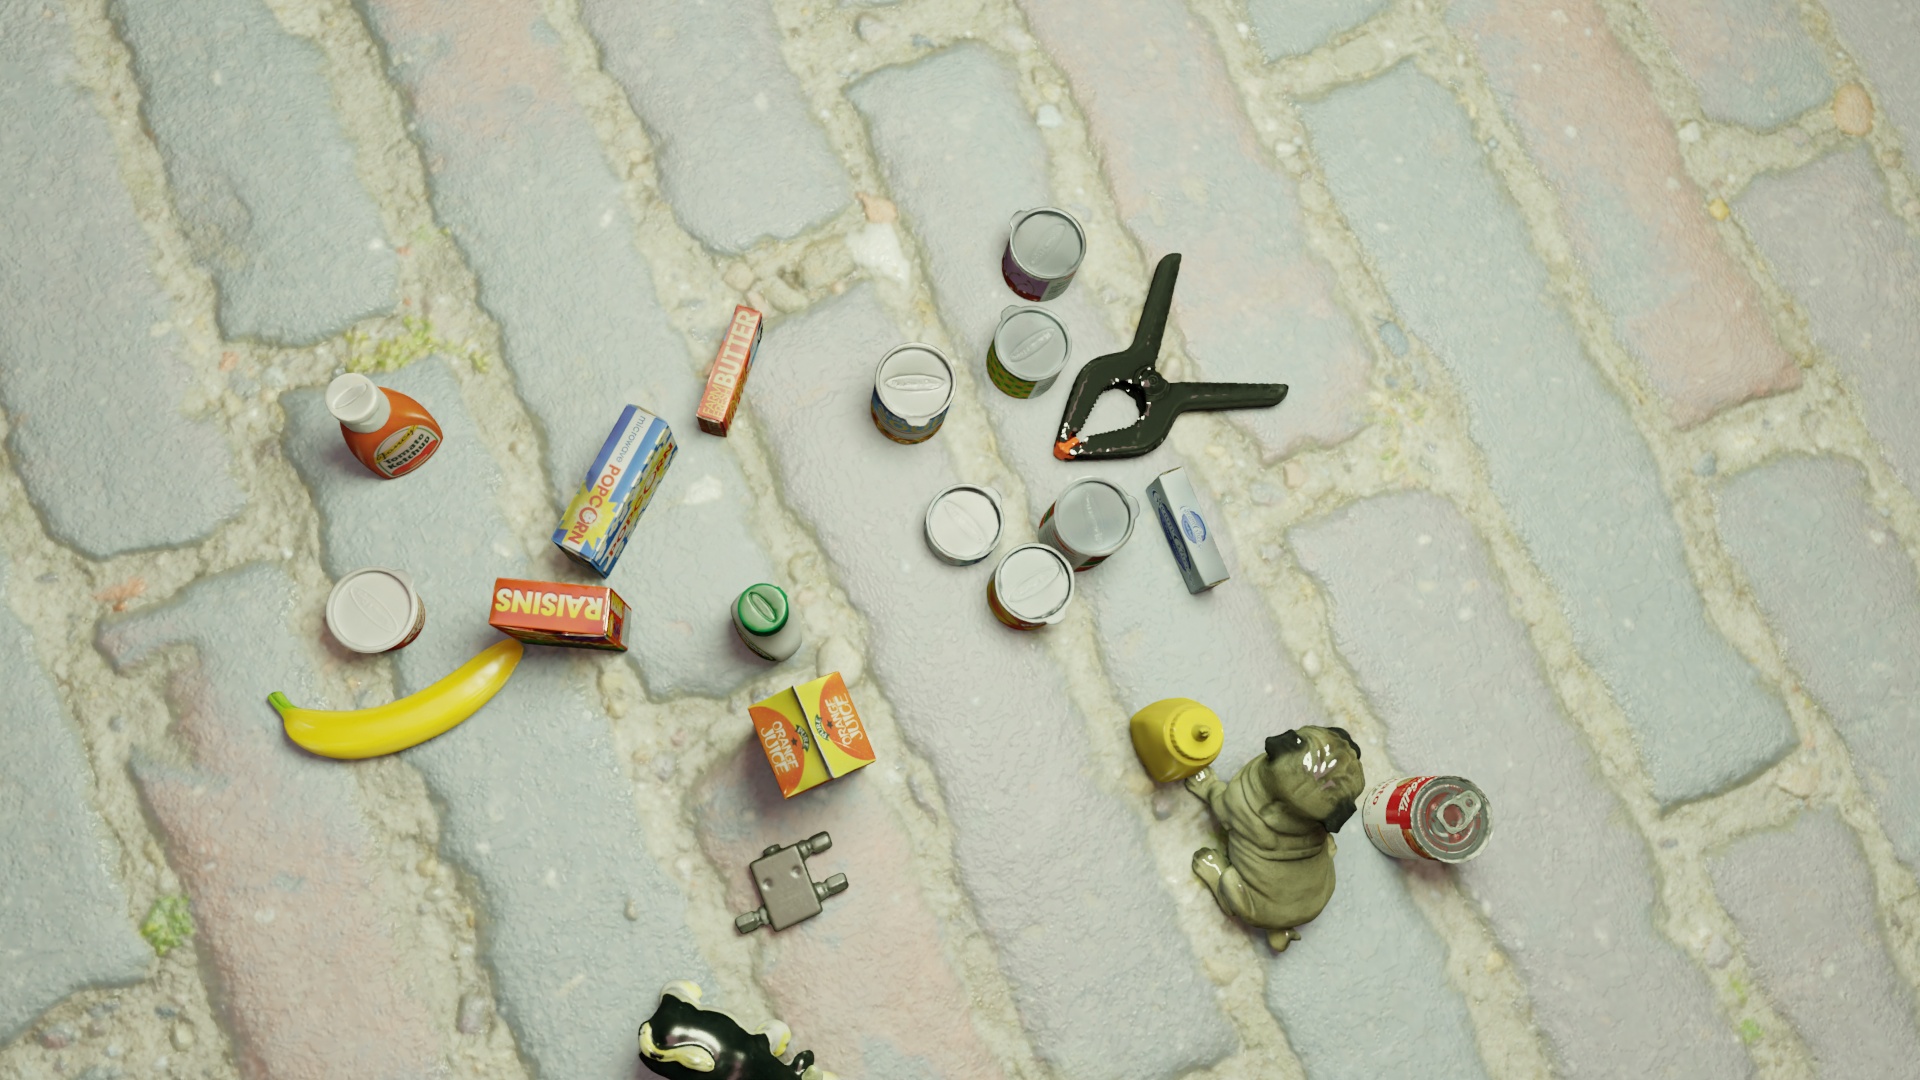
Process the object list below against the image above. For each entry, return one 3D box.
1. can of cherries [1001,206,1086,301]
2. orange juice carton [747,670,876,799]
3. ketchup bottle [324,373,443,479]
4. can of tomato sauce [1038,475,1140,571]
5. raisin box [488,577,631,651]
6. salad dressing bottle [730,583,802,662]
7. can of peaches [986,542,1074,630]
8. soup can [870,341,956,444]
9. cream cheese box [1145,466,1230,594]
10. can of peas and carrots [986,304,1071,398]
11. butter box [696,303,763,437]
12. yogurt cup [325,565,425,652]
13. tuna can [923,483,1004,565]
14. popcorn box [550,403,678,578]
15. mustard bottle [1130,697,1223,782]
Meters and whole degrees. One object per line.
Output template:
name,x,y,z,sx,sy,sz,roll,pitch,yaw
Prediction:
can of cherries,0.070,-0.250,1.210,0.071,0.058,0.071,1,79,-6
orange juice carton,-0.111,0.147,1.040,0.073,0.192,0.072,-22,82,-10
ketchup bottle,-0.448,-0.091,1.072,0.065,0.148,0.043,-41,86,-12
can of tomato sauce,0.105,-0.013,1.153,0.071,0.083,0.071,1,79,-6
raisin box,-0.306,0.059,1.071,0.086,0.123,0.040,6,79,-5
salad dressing bottle,-0.151,0.061,1.076,0.044,0.147,0.064,-41,86,-12
can of peaches,0.058,0.041,1.150,0.071,0.058,0.071,1,79,-6
soup can,-0.041,-0.118,1.157,0.071,0.083,0.071,1,79,-6
cream cheese box,0.192,-0.007,1.177,0.024,0.053,0.104,-20,82,-10
can of peas and carrots,0.056,-0.162,1.190,0.071,0.058,0.071,1,79,-6
butter box,-0.191,-0.141,1.160,0.024,0.053,0.103,18,77,-3
yogurt cup,-0.455,0.057,1.090,0.072,0.054,0.072,1,79,-6
tuna can,0.004,-0.015,1.168,0.071,0.032,0.071,1,79,-6
popcorn box,-0.275,-0.039,1.114,0.038,0.085,0.127,26,77,-1
mustard bottle,0.174,0.154,1.088,0.049,0.160,0.065,-22,83,-10
